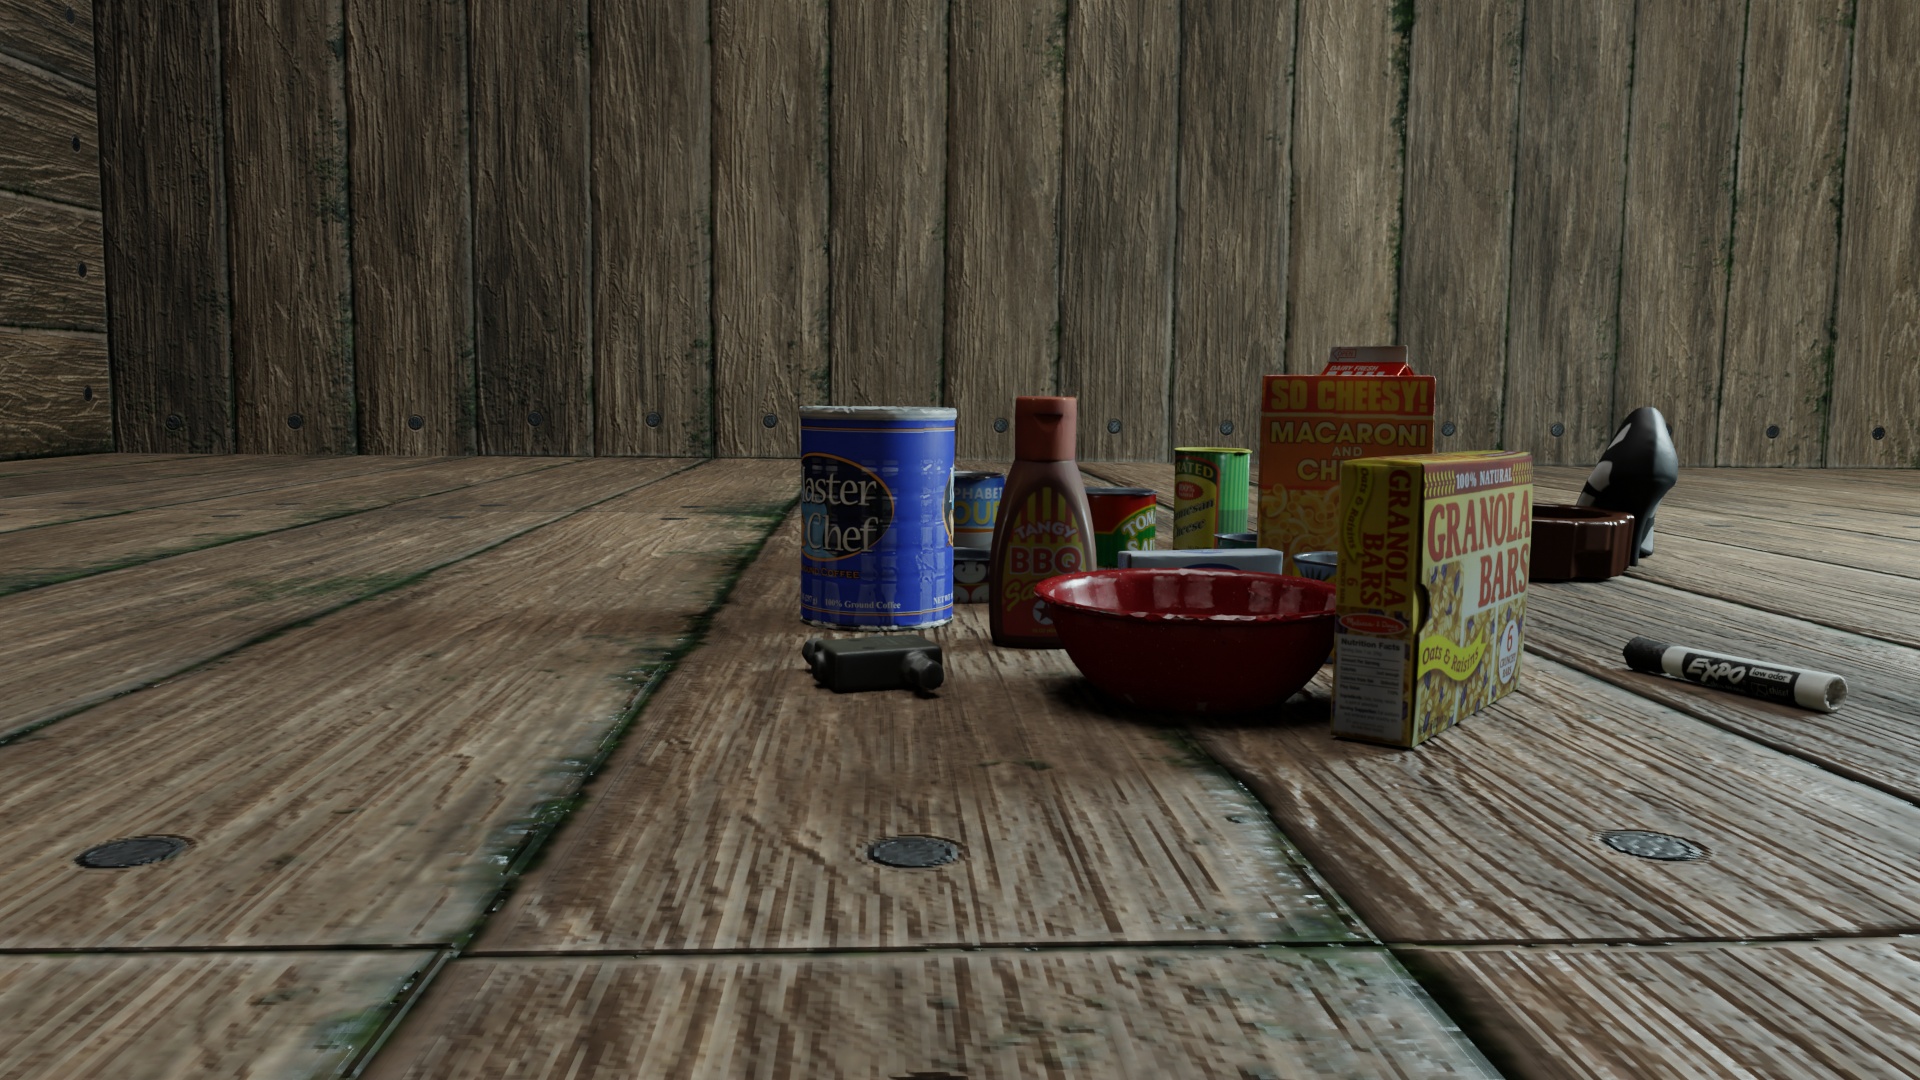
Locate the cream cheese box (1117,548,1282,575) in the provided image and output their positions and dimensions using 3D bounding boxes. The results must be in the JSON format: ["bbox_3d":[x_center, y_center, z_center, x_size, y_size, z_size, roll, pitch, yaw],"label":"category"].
[{"bbox_3d":[0.151,0.033,0.874,0.104,0.053,0.024,-1,6,-12],"label":"cream cheese box"}]

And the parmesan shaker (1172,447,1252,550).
[{"bbox_3d":[0.224,-0.030,1.233,0.071,0.103,0.071,1,6,0],"label":"parmesan shaker"}]

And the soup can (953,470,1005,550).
[{"bbox_3d":[0.004,-0.014,1.155,0.071,0.083,0.071,1,6,0],"label":"soup can"}]

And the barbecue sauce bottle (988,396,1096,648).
[{"bbox_3d":[0.050,-0.012,0.831,0.065,0.148,0.044,1,5,-2],"label":"barbecue sauce bottle"}]

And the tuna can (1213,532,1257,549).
[{"bbox_3d":[0.247,0.012,1.170,0.071,0.032,0.071,1,6,0],"label":"tuna can"}]

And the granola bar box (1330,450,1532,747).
[{"bbox_3d":[0.228,0.021,0.660,0.039,0.124,0.166,5,7,37],"label":"granola bar box"}]

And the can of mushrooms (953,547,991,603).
[{"bbox_3d":[0.002,0.025,1.020,0.071,0.033,0.071,1,6,0],"label":"can of mushrooms"}]

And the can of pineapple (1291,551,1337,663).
[{"bbox_3d":[0.225,0.039,0.806,0.071,0.057,0.071,1,6,0],"label":"can of pineapple"}]

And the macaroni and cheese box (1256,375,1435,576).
[{"bbox_3d":[0.285,-0.040,1.035,0.124,0.166,0.040,2,6,9],"label":"macaroni and cheese box"}]

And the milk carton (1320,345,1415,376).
[{"bbox_3d":[0.319,-0.058,1.098,0.073,0.190,0.072,-4,7,-42],"label":"milk carton"}]

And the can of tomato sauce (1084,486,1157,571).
[{"bbox_3d":[0.107,0.005,0.988,0.071,0.083,0.071,1,6,0],"label":"can of tomato sauce"}]
